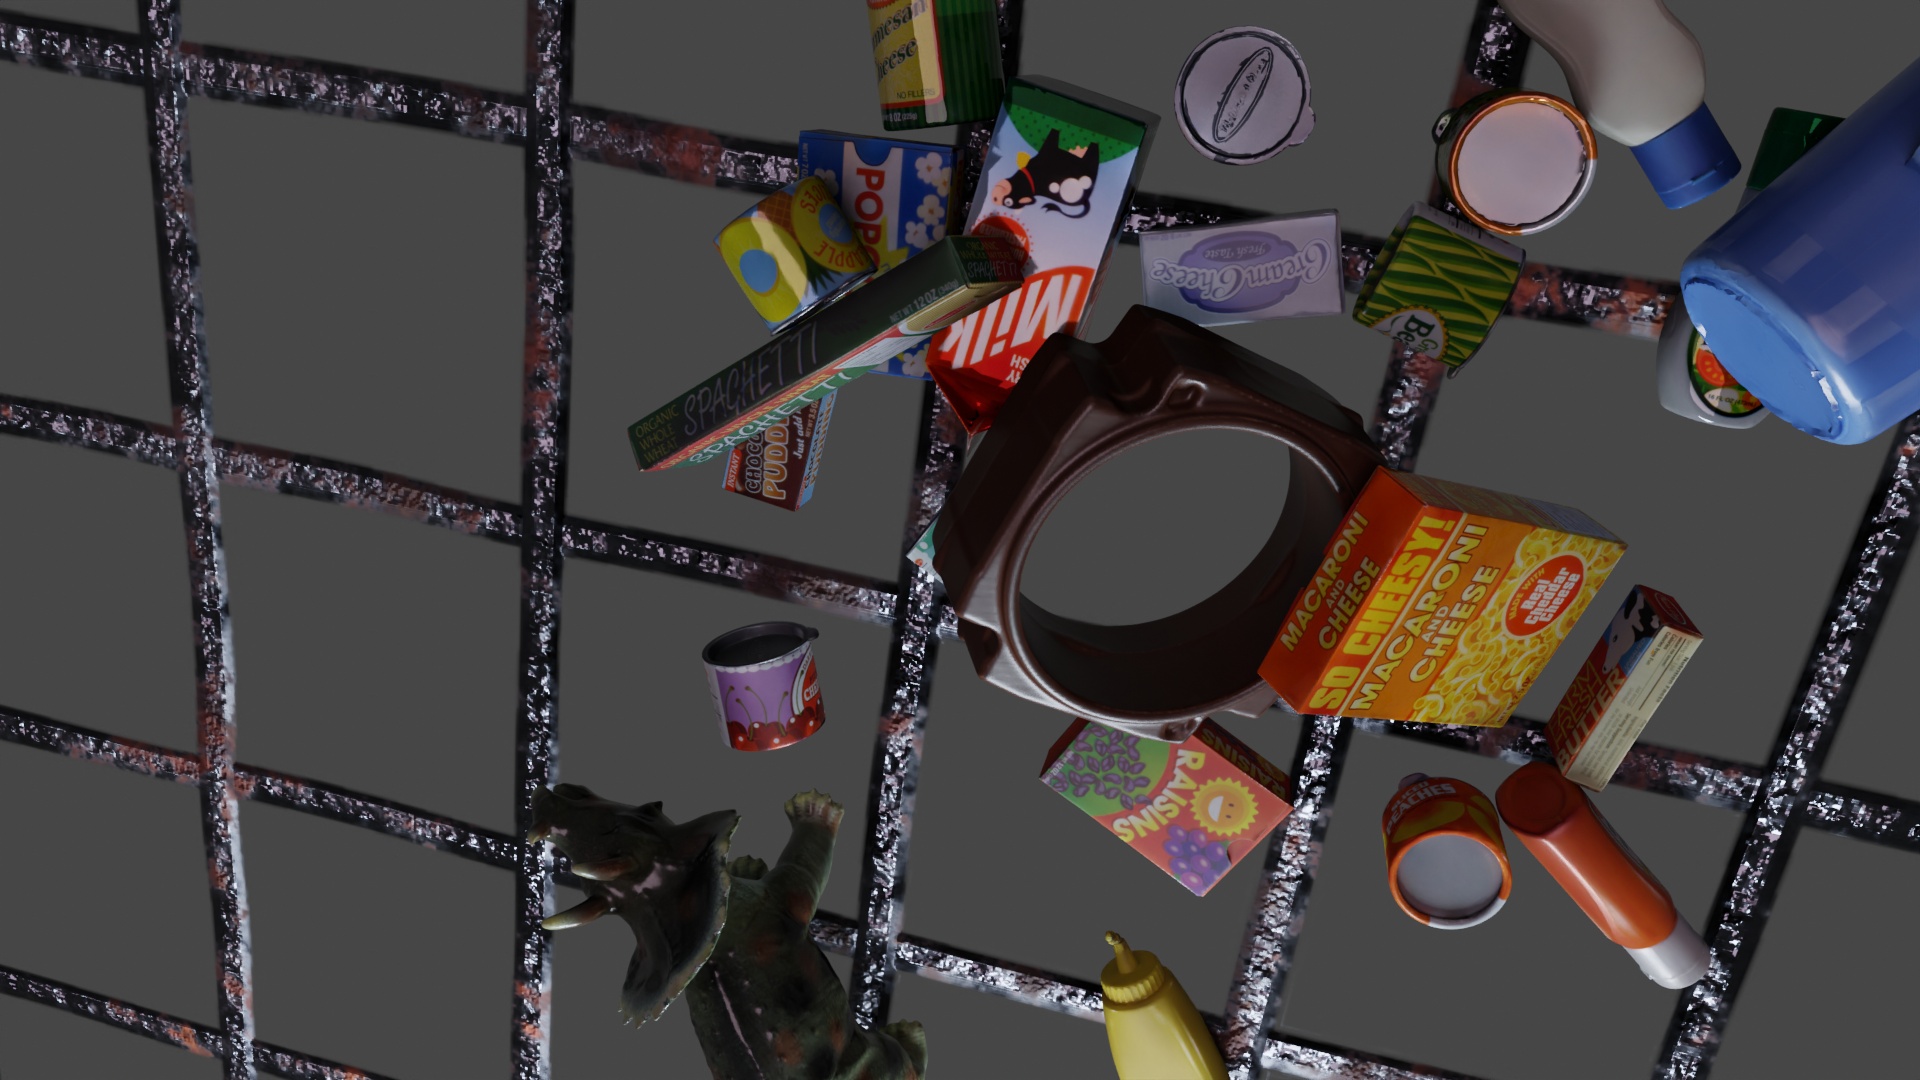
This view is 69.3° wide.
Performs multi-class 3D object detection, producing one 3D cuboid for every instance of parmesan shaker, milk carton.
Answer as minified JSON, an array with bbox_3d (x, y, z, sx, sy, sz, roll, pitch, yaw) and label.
[{"bbox_3d":[-0.012,-0.262,0.696,0.071,0.071,0.102,-3,108,14],"label":"parmesan shaker"},{"bbox_3d":[0.037,-0.138,0.728,0.073,0.072,0.189,21,113,6],"label":"milk carton"}]

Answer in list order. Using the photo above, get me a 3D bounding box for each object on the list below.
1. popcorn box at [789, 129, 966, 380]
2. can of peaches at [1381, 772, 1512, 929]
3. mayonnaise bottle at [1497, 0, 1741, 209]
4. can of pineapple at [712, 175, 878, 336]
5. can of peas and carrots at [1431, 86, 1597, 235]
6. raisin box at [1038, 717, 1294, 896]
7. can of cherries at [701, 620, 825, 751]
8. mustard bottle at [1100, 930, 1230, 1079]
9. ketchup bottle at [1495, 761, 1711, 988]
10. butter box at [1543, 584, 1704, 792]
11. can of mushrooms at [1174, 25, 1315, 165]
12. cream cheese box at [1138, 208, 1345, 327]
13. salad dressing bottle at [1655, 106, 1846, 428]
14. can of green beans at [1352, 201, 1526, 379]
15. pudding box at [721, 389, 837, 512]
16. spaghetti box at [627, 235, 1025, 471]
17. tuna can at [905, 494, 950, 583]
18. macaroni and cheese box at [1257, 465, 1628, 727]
[{"bbox_3d":[-0.046,-0.156,0.760,0.085,0.038,0.126,10,111,11],"label":"popcorn box"},{"bbox_3d":[0.275,0.176,0.791,0.071,0.058,0.071,4,111,12],"label":"can of peaches"},{"bbox_3d":[0.311,-0.226,0.650,0.064,0.041,0.148,-33,100,23],"label":"mayonnaise bottle"},{"bbox_3d":[-0.083,-0.147,0.713,0.071,0.071,0.058,-29,99,21],"label":"can of pineapple"},{"bbox_3d":[0.263,-0.184,0.666,0.071,0.059,0.070,4,110,12],"label":"can of peas and carrots"},{"bbox_3d":[0.122,0.141,0.825,0.123,0.040,0.085,37,112,-2],"label":"raisin box"},{"bbox_3d":[-0.117,0.088,0.848,0.071,0.072,0.058,-4,108,15],"label":"can of cherries"},{"bbox_3d":[0.124,0.311,0.880,0.065,0.049,0.160,-17,104,18],"label":"mustard bottle"},{"bbox_3d":[0.362,0.191,0.776,0.043,0.065,0.148,-42,105,7],"label":"ketchup bottle"},{"bbox_3d":[0.351,0.079,0.742,0.024,0.053,0.103,22,113,2],"label":"butter box"},{"bbox_3d":[0.143,-0.221,0.694,0.071,0.033,0.070,4,109,12],"label":"can of mushrooms"},{"bbox_3d":[0.147,-0.141,0.727,0.104,0.024,0.053,-3,109,14],"label":"cream cheese box"},{"bbox_3d":[0.382,-0.129,0.665,0.064,0.044,0.147,11,111,3],"label":"salad dressing bottle"},{"bbox_3d":[0.236,-0.126,0.688,0.058,0.071,0.071,26,113,3],"label":"can of green beans"},{"bbox_3d":[-0.105,-0.065,0.810,0.050,0.030,0.083,19,112,7],"label":"pudding box"},{"bbox_3d":[-0.079,-0.093,0.727,0.249,0.050,0.028,-23,85,35],"label":"spaghetti box"},{"bbox_3d":[0.003,-0.010,0.786,0.033,0.071,0.071,38,113,-3],"label":"tuna can"},{"bbox_3d":[0.245,0.033,0.706,0.167,0.040,0.123,8,118,-34],"label":"macaroni and cheese box"}]
